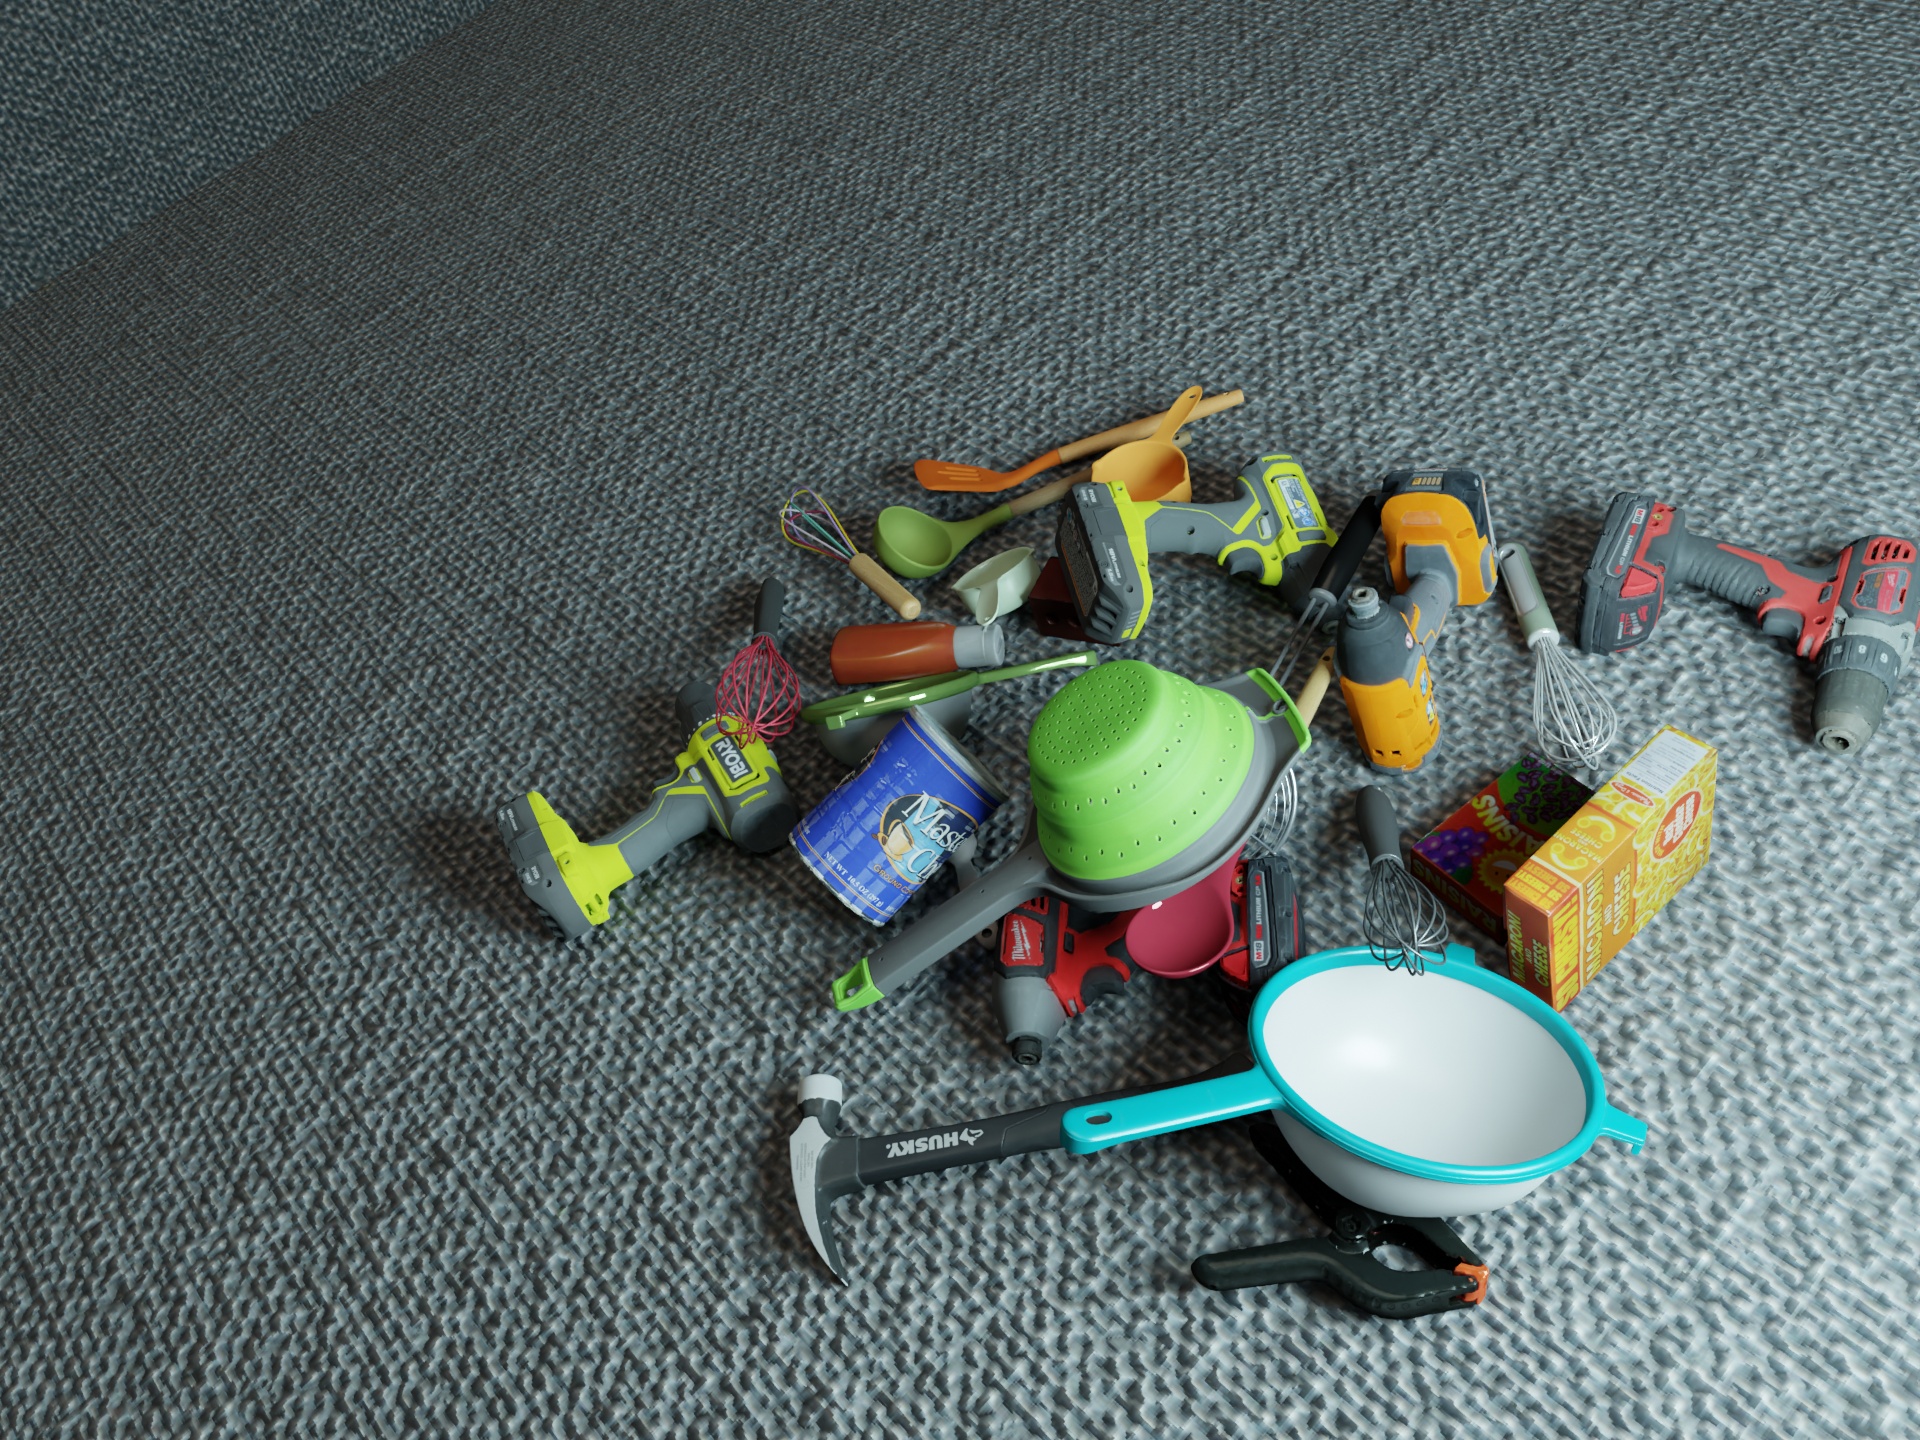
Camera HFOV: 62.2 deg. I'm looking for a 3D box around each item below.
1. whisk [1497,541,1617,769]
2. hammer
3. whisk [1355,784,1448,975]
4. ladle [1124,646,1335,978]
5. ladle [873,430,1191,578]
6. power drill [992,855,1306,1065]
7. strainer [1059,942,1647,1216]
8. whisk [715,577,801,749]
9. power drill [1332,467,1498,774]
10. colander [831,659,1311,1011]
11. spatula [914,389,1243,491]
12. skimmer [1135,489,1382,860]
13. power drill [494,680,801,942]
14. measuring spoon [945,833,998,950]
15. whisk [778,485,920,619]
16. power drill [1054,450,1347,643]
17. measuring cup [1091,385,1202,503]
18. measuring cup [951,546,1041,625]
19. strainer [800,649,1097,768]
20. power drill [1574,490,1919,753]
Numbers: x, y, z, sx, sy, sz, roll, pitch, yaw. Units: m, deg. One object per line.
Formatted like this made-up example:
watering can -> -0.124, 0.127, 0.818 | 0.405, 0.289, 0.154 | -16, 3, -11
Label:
whisk -> 0.451, -0.056, 1.226 | 0.058, 0.059, 0.247 | -33, 36, 28
hammer -> 0.045, 0.281, 1.068 | 0.335, 0.035, 0.146 | -14, 47, 12
whisk -> 0.296, 0.102, 1.092 | 0.055, 0.055, 0.239 | -9, 22, 12
ladle -> 0.204, 0.060, 1.117 | 0.069, 0.031, 0.315 | 16, 55, 28
ladle -> 0.070, -0.214, 1.489 | 0.320, 0.062, 0.078 | -23, 62, -5
power drill -> 0.128, 0.171, 1.120 | 0.219, 0.078, 0.143 | -7, 47, 18
strainer -> 0.217, 0.244, 0.962 | 0.340, 0.095, 0.211 | -7, 30, -17
whisk -> -0.173, -0.059, 1.397 | 0.073, 0.073, 0.296 | -16, 28, 5
power drill -> 0.343, -0.093, 1.215 | 0.084, 0.164, 0.227 | 4, 49, 32
colander -> 0.049, 0.072, 1.125 | 0.397, 0.094, 0.205 | -35, 32, 9
spatula -> 0.116, -0.270, 1.530 | 0.322, 0.041, 0.081 | -18, 29, 1
skimmer -> 0.251, -0.037, 1.247 | 0.127, 0.090, 0.363 | 28, 60, 13
power drill -> -0.267, 0.069, 1.346 | 0.228, 0.080, 0.191 | -29, 47, -10
measuring spoon -> 0.007, 0.127, 1.237 | 0.034, 0.018, 0.124 | -21, 48, 0
whisk -> -0.107, -0.153, 1.490 | 0.047, 0.051, 0.245 | -38, 45, -9
power drill -> 0.205, -0.137, 1.321 | 0.223, 0.080, 0.171 | -7, 60, -14
measuring cup -> 0.187, -0.238, 1.472 | 0.095, 0.052, 0.174 | 15, 55, 29
measuring cup -> 0.033, -0.101, 1.373 | 0.083, 0.038, 0.168 | -24, 21, 14
strainer -> -0.002, -0.004, 1.328 | 0.256, 0.069, 0.151 | -12, 5, -13
power drill -> 0.580, -0.074, 1.178 | 0.227, 0.080, 0.188 | 16, 58, 26
